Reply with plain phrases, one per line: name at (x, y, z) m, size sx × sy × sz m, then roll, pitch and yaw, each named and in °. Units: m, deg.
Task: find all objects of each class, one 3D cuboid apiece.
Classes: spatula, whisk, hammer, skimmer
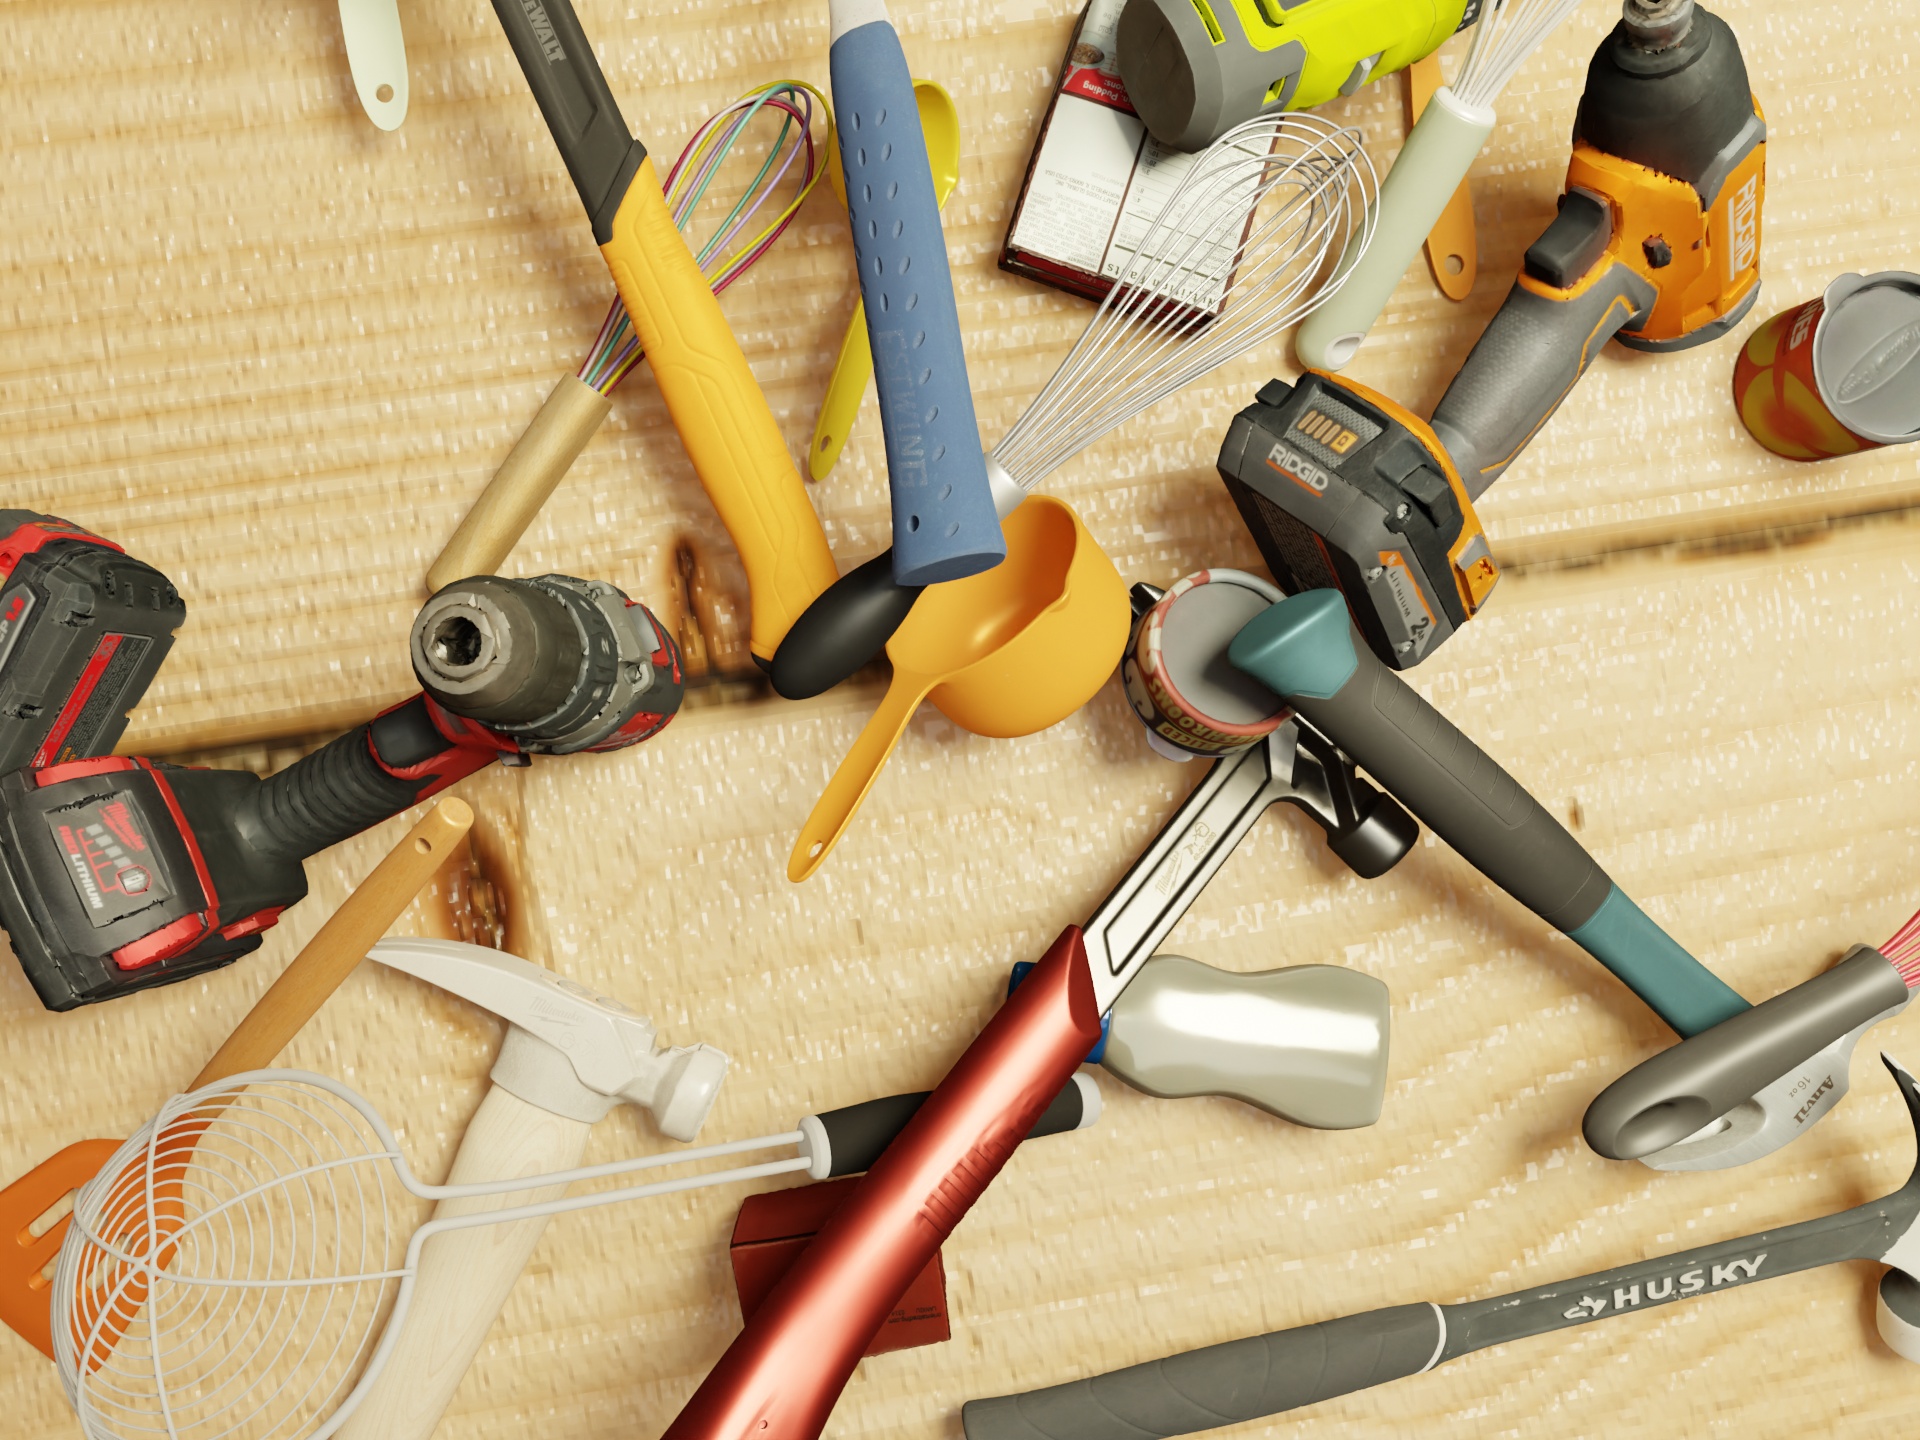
spatula at (-0.265, 0.130, 0.566) m, size 0.081 × 0.041 × 0.322 m, roll 45°, pitch 117°, yaw -3°
whisk at (0.183, -0.226, 0.563) m, size 0.057 × 0.246 × 0.059 m, roll -6°, pitch 51°, yaw -31°
hammer at (0.202, 0.236, 0.626) m, size 0.409 × 0.036 × 0.149 m, roll -14°, pitch 117°, yaw 1°
hammer at (0.228, 0.060, 0.602) m, size 0.330 × 0.033 × 0.128 m, roll 38°, pitch 92°, yaw -19°
whisk at (0.365, 0.087, 0.598) m, size 0.296 × 0.073 × 0.073 m, roll -30°, pitch 93°, yaw 0°
hammer at (-0.239, 0.288, 0.615) m, size 0.146 × 0.038 × 0.410 m, roll 25°, pitch 90°, yaw -2°
hammer at (-0.104, -0.169, 0.574) m, size 0.127 × 0.034 × 0.336 m, roll -23°, pitch 108°, yaw -2°
hammer at (0.016, 0.115, 0.572) m, size 0.149 × 0.036 × 0.359 m, roll 42°, pitch 70°, yaw 0°
hammer at (-0.032, -0.250, 0.554) m, size 0.144 × 0.035 × 0.405 m, roll -15°, pitch 82°, yaw 34°
whisk at (0.035, -0.106, 0.571) m, size 0.284 × 0.070 × 0.070 m, roll -43°, pitch 93°, yaw 10°
whisk at (-0.128, -0.145, 0.613) m, size 0.047 × 0.051 × 0.245 m, roll 35°, pitch 92°, yaw -9°
skimmer at (-0.119, 0.171, 0.572) m, size 0.363 × 0.090 × 0.127 m, roll -2°, pitch 60°, yaw -30°

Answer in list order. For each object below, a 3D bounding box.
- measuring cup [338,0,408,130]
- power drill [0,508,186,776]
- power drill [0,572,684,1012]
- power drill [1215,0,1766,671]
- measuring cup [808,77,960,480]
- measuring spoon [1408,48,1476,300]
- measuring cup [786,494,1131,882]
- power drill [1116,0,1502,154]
measuring cup at (-0.227, -0.304, 0.606) m, size 0.083 × 0.038 × 0.167 m, roll -9°, pitch 93°, yaw -3°
power drill at (-0.419, -0.050, 0.580) m, size 0.219 × 0.078 × 0.143 m, roll 30°, pitch 89°, yaw -1°
power drill at (-0.210, 0.015, 0.540) m, size 0.226 × 0.188 × 0.080 m, roll -25°, pitch 88°, yaw 1°
power drill at (0.200, -0.143, 0.575) m, size 0.226 × 0.164 × 0.084 m, roll -47°, pitch 56°, yaw -1°
measuring cup at (-0.042, -0.172, 0.620) m, size 0.029 × 0.062 × 0.156 m, roll 25°, pitch 103°, yaw 26°
measuring spoon at (0.193, -0.229, 0.648) m, size 0.021 × 0.011 × 0.117 m, roll -11°, pitch 95°, yaw -3°
measuring cup at (-0.001, -0.002, 0.589) m, size 0.052 × 0.095 × 0.174 m, roll 44°, pitch 71°, yaw -36°
power drill at (0.113, -0.341, 0.588) m, size 0.190 × 0.080 × 0.228 m, roll -27°, pitch 86°, yaw -13°
